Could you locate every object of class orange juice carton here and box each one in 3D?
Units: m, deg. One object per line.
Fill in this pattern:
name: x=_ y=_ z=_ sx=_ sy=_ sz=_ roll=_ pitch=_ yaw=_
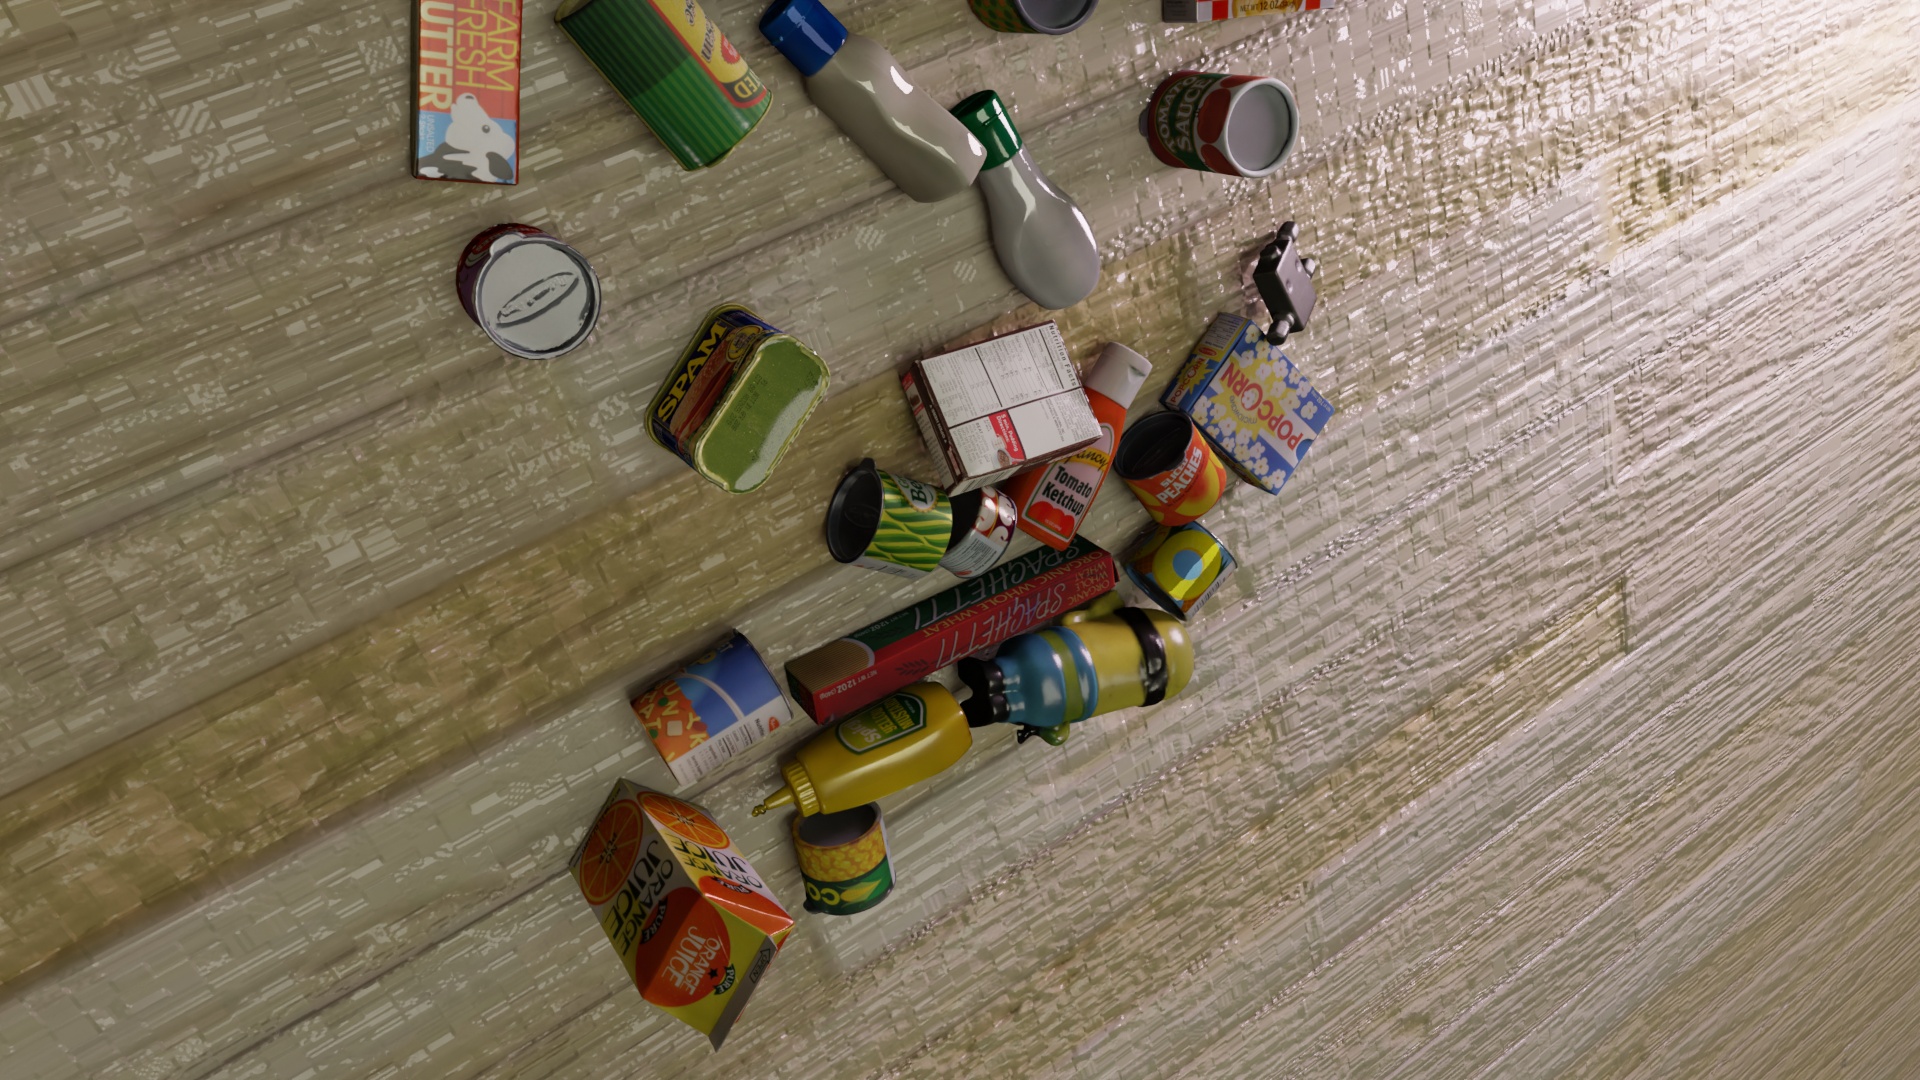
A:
orange juice carton: x=-0.169 y=0.230 z=0.859 sx=0.073 sy=0.193 sz=0.072 roll=30 pitch=91 yaw=-37

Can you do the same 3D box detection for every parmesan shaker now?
parmesan shaker: x=-0.159 y=-0.259 z=0.750 sx=0.071 sy=0.071 sz=0.103 roll=-48 pitch=125 yaw=-7

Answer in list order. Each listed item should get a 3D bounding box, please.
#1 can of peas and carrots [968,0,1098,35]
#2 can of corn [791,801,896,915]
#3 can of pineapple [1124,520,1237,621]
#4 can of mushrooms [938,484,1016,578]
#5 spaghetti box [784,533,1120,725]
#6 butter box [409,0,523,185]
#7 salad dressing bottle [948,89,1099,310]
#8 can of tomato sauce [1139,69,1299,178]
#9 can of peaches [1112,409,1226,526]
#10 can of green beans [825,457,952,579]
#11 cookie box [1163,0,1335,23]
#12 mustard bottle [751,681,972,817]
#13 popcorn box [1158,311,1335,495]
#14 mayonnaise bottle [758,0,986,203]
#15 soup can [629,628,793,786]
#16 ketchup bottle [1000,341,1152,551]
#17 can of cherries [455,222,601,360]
can of peas and carrots: x=0.043 y=-0.346 z=0.849 sx=0.071 sy=0.059 sz=0.070 roll=-11 pitch=113 yaw=-27
can of corn: x=-0.085 y=0.223 z=0.985 sx=0.071 sy=0.071 sz=0.058 roll=-21 pitch=117 yaw=-23
can of pineapple: x=0.166 y=0.019 z=1.062 sx=0.058 sy=0.071 sz=0.071 roll=-48 pitch=125 yaw=-7
can of mushrooms: x=0.003 y=-0.012 z=0.951 sx=0.033 sy=0.071 sz=0.071 roll=32 pitch=91 yaw=-35
spaghetti box: x=-0.002 y=0.058 z=0.982 sx=0.251 sy=0.050 sz=0.028 roll=-24 pitch=120 yaw=-22
butter box: x=-0.259 y=-0.240 z=0.726 sx=0.053 sy=0.024 sz=0.103 roll=-3 pitch=110 yaw=-30
salad dressing bottle: x=0.041 y=-0.221 z=0.906 sx=0.064 sy=0.044 sz=0.147 roll=-40 pitch=123 yaw=-10
can of tomato sauce: x=0.175 y=-0.282 z=0.938 sx=0.071 sy=0.083 sz=0.071 roll=-12 pitch=114 yaw=-28
can of peaches: x=0.155 y=-0.052 z=1.023 sx=0.071 sy=0.071 sz=0.058 roll=-47 pitch=126 yaw=-7
can of green beans: x=-0.047 y=-0.011 z=0.918 sx=0.058 sy=0.071 sz=0.071 roll=15 pitch=100 yaw=-35
cookie box: x=0.193 y=-0.435 z=0.917 sx=0.123 sy=0.040 sz=0.166 roll=-16 pitch=116 yaw=-26
mustard bottle: x=-0.072 y=0.154 z=0.969 sx=0.161 sy=0.065 sz=0.048 roll=-25 pitch=124 yaw=-17
popcorn box: x=0.220 y=-0.104 z=1.063 sx=0.126 sy=0.038 sz=0.085 roll=36 pitch=87 yaw=-35
mayonnaise bottle: x=-0.053 y=-0.263 z=0.822 sx=0.148 sy=0.064 sz=0.041 roll=39 pitch=68 yaw=-32
soup can: x=-0.162 y=0.107 z=0.896 sx=0.084 sy=0.071 sz=0.071 roll=-32 pitch=122 yaw=-17
ketchup bottle: x=0.084 y=-0.069 z=0.990 sx=0.064 sy=0.043 sz=0.148 roll=29 pitch=91 yaw=-36
can of cherries: x=-0.237 y=-0.139 z=0.758 sx=0.072 sy=0.058 sz=0.071 roll=-11 pitch=114 yaw=-26
